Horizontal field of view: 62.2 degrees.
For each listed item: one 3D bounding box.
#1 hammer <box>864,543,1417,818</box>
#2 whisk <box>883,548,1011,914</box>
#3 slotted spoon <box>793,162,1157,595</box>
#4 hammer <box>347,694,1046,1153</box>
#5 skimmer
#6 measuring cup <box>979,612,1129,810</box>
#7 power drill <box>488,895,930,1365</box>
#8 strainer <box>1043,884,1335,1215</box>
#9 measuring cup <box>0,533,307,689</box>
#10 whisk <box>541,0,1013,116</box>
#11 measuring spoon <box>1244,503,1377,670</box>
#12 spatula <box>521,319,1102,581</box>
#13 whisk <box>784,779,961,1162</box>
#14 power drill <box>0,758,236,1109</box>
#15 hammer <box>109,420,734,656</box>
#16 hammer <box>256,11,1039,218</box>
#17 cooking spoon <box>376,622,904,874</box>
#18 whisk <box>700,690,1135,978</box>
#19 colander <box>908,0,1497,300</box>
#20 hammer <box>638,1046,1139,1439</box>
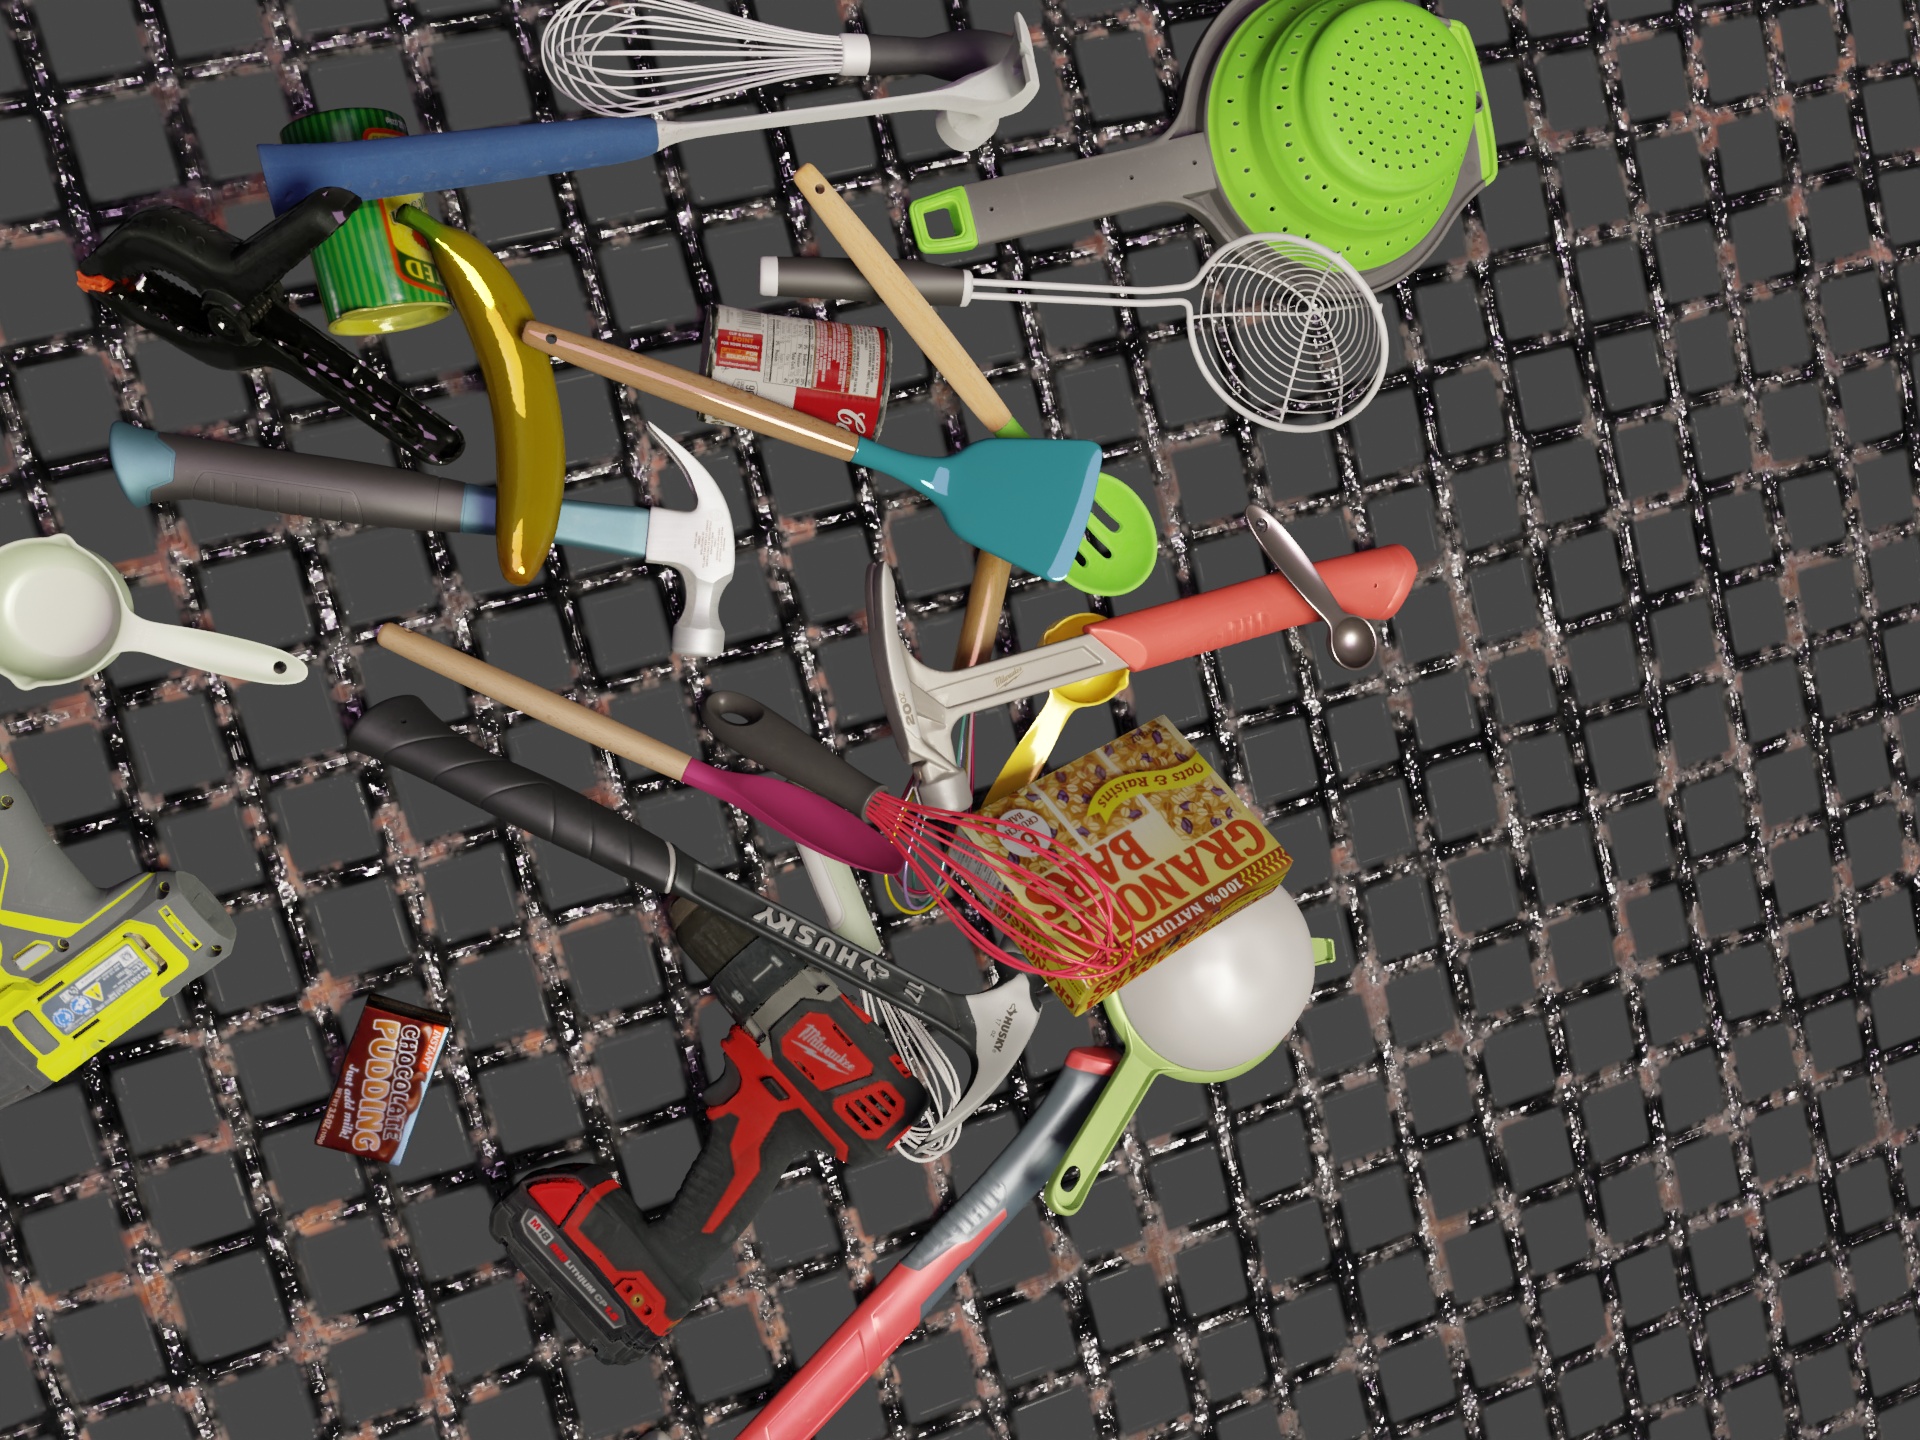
[{"bbox_3d":[0.119,-0.061,0.957,0.359,0.037,0.149,-17,98,-21],"label":"hammer"},{"bbox_3d":[-0.003,-0.003,0.954,0.047,0.051,0.245,13,87,-9],"label":"whisk"},{"bbox_3d":[0.010,-0.194,0.926,0.070,0.031,0.313,-46,114,-7],"label":"slotted spoon"},{"bbox_3d":[-0.147,0.095,0.878,0.409,0.036,0.149,27,50,-2],"label":"hammer"},{"bbox_3d":[0.066,-0.234,0.931,0.363,0.127,0.090,1,49,-10],"label":"skimmer"},{"bbox_3d":[0.048,0.005,0.976,0.062,0.029,0.156,31,88,-14],"label":"measuring cup"},{"bbox_3d":[-0.155,0.221,0.898,0.227,0.080,0.188,-43,82,-6],"label":"power drill"},{"bbox_3d":[0.134,0.187,0.955,0.151,0.069,0.256,42,67,-13],"label":"strainer"},{"bbox_3d":[-0.433,-0.046,0.845,0.167,0.038,0.083,15,90,-17],"label":"measuring cup"},{"bbox_3d":[-0.092,-0.379,0.902,0.284,0.070,0.070,-7,95,-18],"label":"whisk"},{"bbox_3d":[0.209,-0.081,0.968,0.034,0.018,0.124,-43,100,-20],"label":"measuring spoon"},{"bbox_3d":[-0.079,-0.159,0.863,0.317,0.044,0.082,16,90,-18],"label":"spatula"},{"bbox_3d":[-0.056,0.148,0.949,0.059,0.058,0.246,-26,96,-46],"label":"whisk"},{"bbox_3d":[-0.515,0.085,0.813,0.171,0.080,0.223,-38,104,-9],"label":"power drill"},{"bbox_3d":[-0.289,-0.118,0.878,0.331,0.033,0.128,7,93,-14],"label":"hammer"},{"bbox_3d":[-0.148,-0.309,0.828,0.405,0.144,0.035,-14,98,-18],"label":"hammer"},{"bbox_3d":[-0.178,0.017,0.893,0.319,0.069,0.017,25,107,-3],"label":"cooking spoon"},{"bbox_3d":[-0.032,0.055,0.870,0.296,0.073,0.073,30,85,24],"label":"whisk"},{"bbox_3d":[0.166,-0.343,0.947,0.397,0.094,0.204,-17,98,-13],"label":"colander"},{"bbox_3d":[-0.021,0.359,0.973,0.386,0.038,0.143,-45,104,-8],"label":"hammer"}]
